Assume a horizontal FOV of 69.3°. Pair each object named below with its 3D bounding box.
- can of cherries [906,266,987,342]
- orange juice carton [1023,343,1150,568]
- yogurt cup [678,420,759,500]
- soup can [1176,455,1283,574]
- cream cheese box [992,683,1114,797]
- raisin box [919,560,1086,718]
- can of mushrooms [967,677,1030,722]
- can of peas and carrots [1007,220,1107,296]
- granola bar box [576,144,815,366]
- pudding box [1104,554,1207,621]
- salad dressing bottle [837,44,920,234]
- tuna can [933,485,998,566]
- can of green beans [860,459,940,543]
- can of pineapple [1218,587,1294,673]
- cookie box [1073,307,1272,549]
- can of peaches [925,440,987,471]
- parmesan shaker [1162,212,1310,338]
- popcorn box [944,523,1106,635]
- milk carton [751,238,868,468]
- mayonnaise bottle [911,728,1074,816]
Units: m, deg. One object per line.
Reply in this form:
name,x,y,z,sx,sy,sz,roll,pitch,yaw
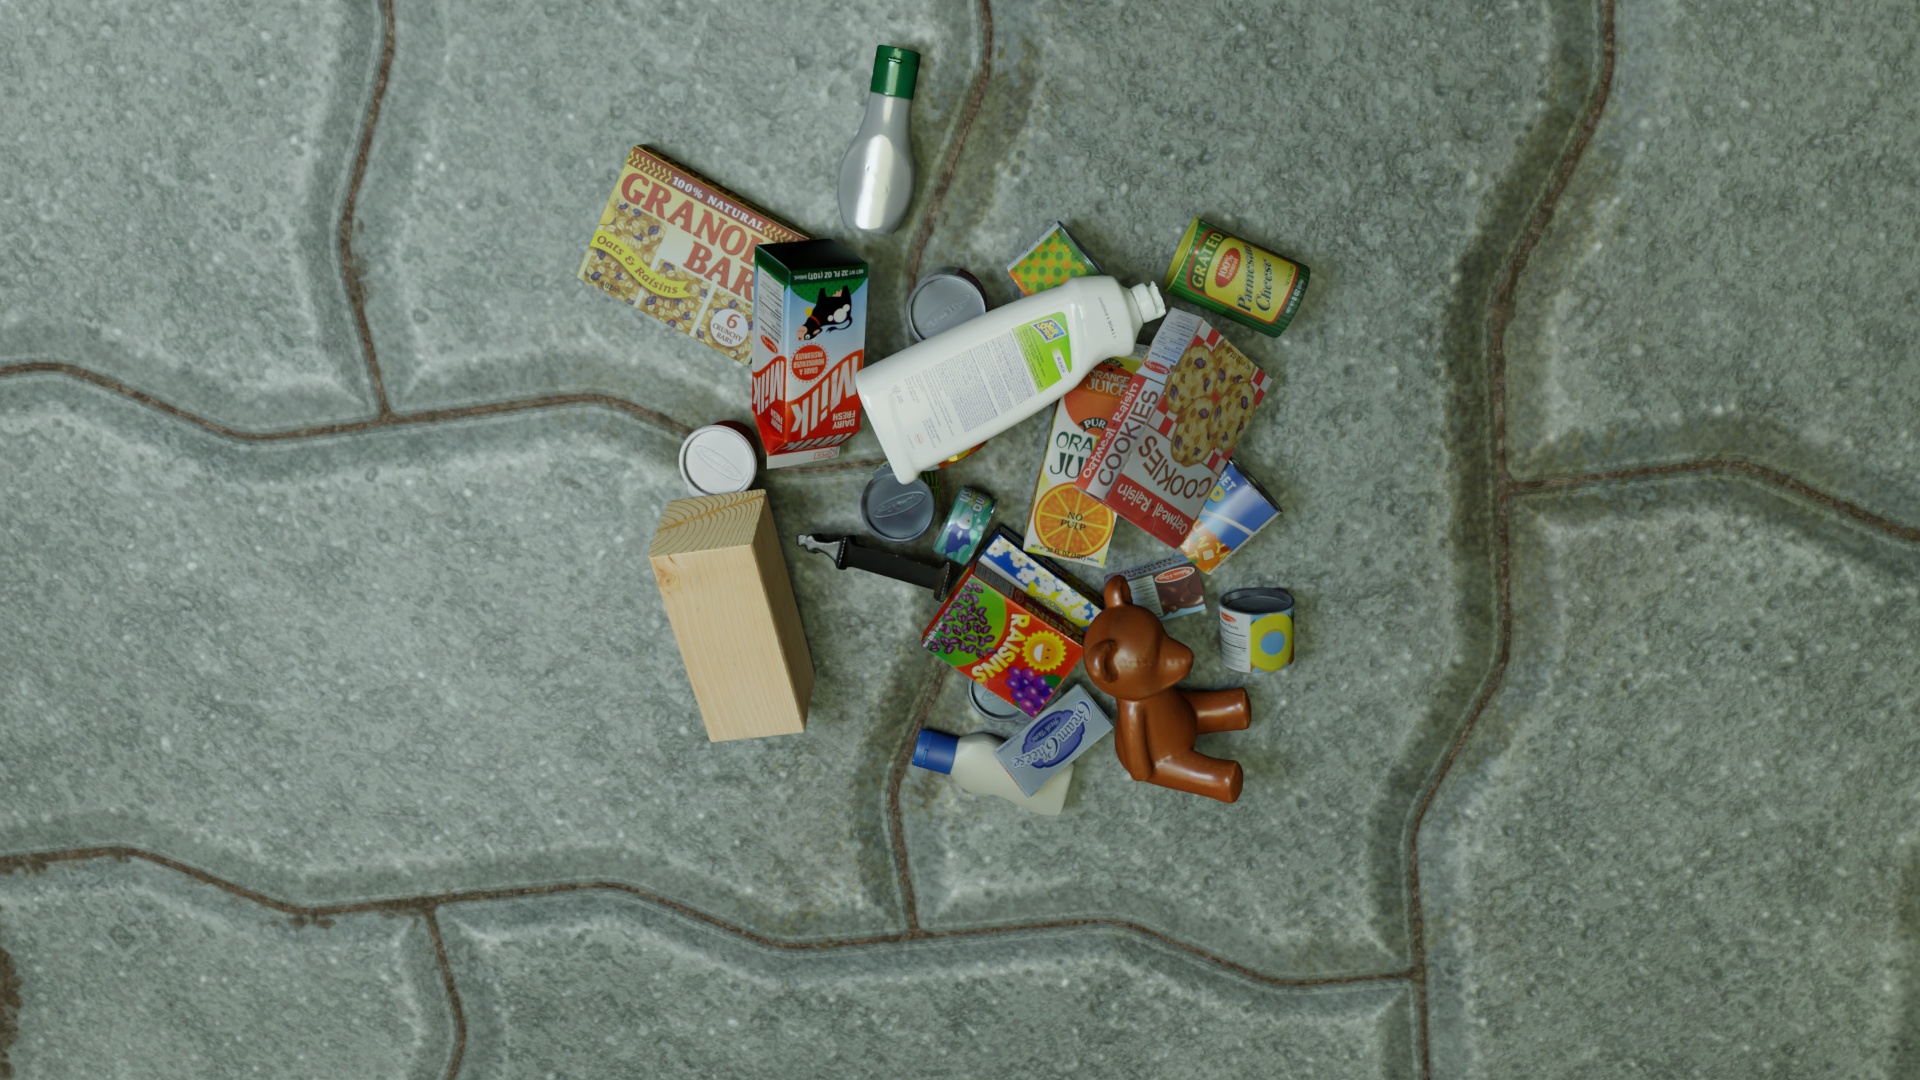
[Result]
can of cherries,-0.010,-0.194,1.177,0.071,0.058,0.071,1,107,2
orange juice carton,0.110,-0.081,1.197,0.072,0.073,0.192,13,107,-1
yogurt cup,-0.209,-0.074,1.227,0.072,0.054,0.072,1,107,3
soup can,0.225,-0.023,1.212,0.071,0.071,0.083,44,105,-10
cream cheese box,0.085,0.184,1.281,0.104,0.024,0.053,-38,85,-10
raisin box,0.039,0.089,1.230,0.123,0.040,0.086,33,107,-5
can of mushrooms,0.041,0.134,1.288,0.071,0.033,0.070,1,107,3
can of peas and carrots,0.083,-0.221,1.157,0.058,0.071,0.071,-40,101,15
granola bar box,-0.225,-0.242,1.184,0.165,0.039,0.124,27,107,-5
pudding box,0.176,0.047,1.255,0.084,0.030,0.049,-16,105,8
salad dressing bottle,-0.063,-0.330,1.146,0.064,0.044,0.147,12,106,1
tuna can,0.004,-0.015,1.226,0.033,0.071,0.071,26,107,-4
can of green beans,-0.052,-0.037,1.227,0.071,0.058,0.071,1,108,3
can of pineapple,0.267,0.080,1.242,0.071,0.071,0.057,-3,108,4
cookie box,0.178,-0.089,1.151,0.123,0.040,0.167,27,92,-47
can of peaches,-0.015,-0.101,1.202,0.071,0.071,0.058,-23,105,10
parmesan shaker,0.230,-0.219,1.151,0.103,0.071,0.071,22,107,-4
popcorn box,0.060,0.056,1.260,0.126,0.038,0.085,36,106,-8
milk carton,-0.129,-0.150,1.167,0.072,0.073,0.189,-11,123,-29
mayonnaise bottle,0.030,0.212,1.310,0.148,0.041,0.064,15,99,0
